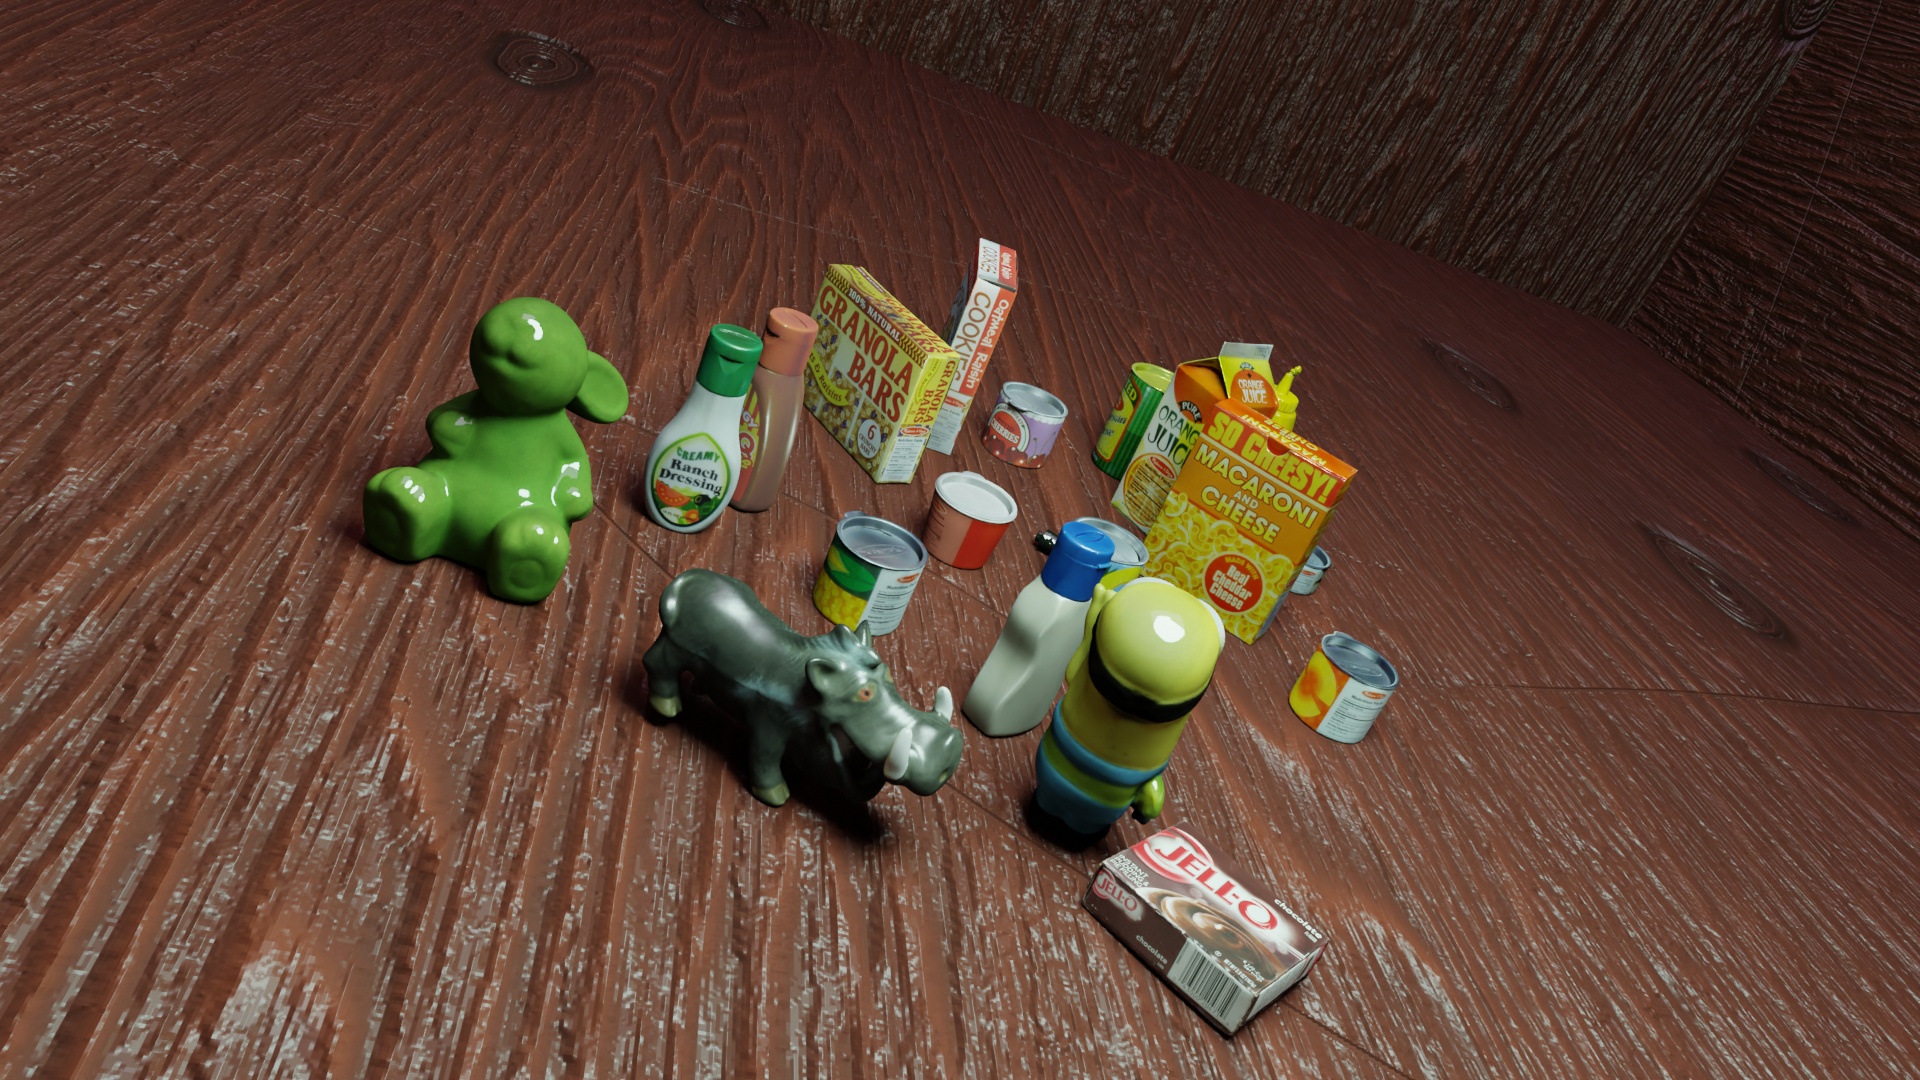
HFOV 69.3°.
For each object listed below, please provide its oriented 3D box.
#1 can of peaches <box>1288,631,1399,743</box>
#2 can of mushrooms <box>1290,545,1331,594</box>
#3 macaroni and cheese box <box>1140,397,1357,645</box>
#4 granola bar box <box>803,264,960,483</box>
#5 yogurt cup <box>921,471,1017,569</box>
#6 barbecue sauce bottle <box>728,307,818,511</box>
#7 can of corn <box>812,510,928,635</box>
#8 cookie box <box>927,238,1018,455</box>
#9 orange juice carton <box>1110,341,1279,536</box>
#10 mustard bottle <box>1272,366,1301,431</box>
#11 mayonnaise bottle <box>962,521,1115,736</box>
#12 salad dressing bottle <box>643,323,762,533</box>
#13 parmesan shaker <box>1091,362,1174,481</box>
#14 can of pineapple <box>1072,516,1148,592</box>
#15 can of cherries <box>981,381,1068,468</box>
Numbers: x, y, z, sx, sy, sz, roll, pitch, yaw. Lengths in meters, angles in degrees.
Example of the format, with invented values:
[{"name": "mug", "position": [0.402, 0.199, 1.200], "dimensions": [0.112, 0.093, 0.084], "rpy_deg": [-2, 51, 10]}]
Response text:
[{"name": "can of peaches", "position": [0.298, 0.115, 1.085], "dimensions": [0.071, 0.057, 0.071], "rpy_deg": [19, 27, -10]}, {"name": "can of mushrooms", "position": [0.310, 0.018, 1.299], "dimensions": [0.071, 0.033, 0.071], "rpy_deg": [19, 27, -10]}, {"name": "macaroni and cheese box", "position": [0.232, -0.016, 1.151], "dimensions": [0.124, 0.165, 0.040], "rpy_deg": [34, 28, 20]}, {"name": "granola bar box", "position": [-0.077, -0.144, 1.186], "dimensions": [0.039, 0.123, 0.166], "rpy_deg": [-1, 35, -40]}, {"name": "yogurt cup", "position": [0.004, -0.014, 1.090], "dimensions": [0.072, 0.053, 0.073], "rpy_deg": [19, 27, -10]}, {"name": "barbecue sauce bottle", "position": [-0.144, -0.097, 1.020], "dimensions": [0.044, 0.147, 0.065], "rpy_deg": [-7, 40, -46]}, {"name": "can of corn", "position": [-0.065, 0.023, 0.963], "dimensions": [0.071, 0.058, 0.071], "rpy_deg": [19, 27, -10]}, {"name": "cookie box", "position": [0.005, -0.179, 1.268], "dimensions": [0.040, 0.166, 0.123], "rpy_deg": [19, 26, -9]}, {"name": "orange juice carton", "position": [0.218, -0.094, 1.255], "dimensions": [0.072, 0.191, 0.073], "rpy_deg": [-2, 36, -41]}, {"name": "mustard bottle", "position": [0.292, -0.104, 1.369], "dimensions": [0.049, 0.159, 0.065], "rpy_deg": [-7, 39, -46]}, {"name": "mayonnaise bottle", "position": [0.054, 0.058, 0.894], "dimensions": [0.065, 0.147, 0.041], "rpy_deg": [-8, 40, -47]}, {"name": "salad dressing bottle", "position": [-0.175, -0.077, 0.958], "dimensions": [0.064, 0.147, 0.044], "rpy_deg": [17, 27, -14]}, {"name": "parmesan shaker", "position": [0.177, -0.112, 1.355], "dimensions": [0.071, 0.102, 0.071], "rpy_deg": [19, 27, -10]}, {"name": "can of pineapple", "position": [0.106, 0.023, 1.101], "dimensions": [0.071, 0.057, 0.071], "rpy_deg": [19, 27, -10]}, {"name": "can of cherries", "position": [0.058, -0.108, 1.302], "dimensions": [0.071, 0.058, 0.072], "rpy_deg": [19, 27, -10]}]
